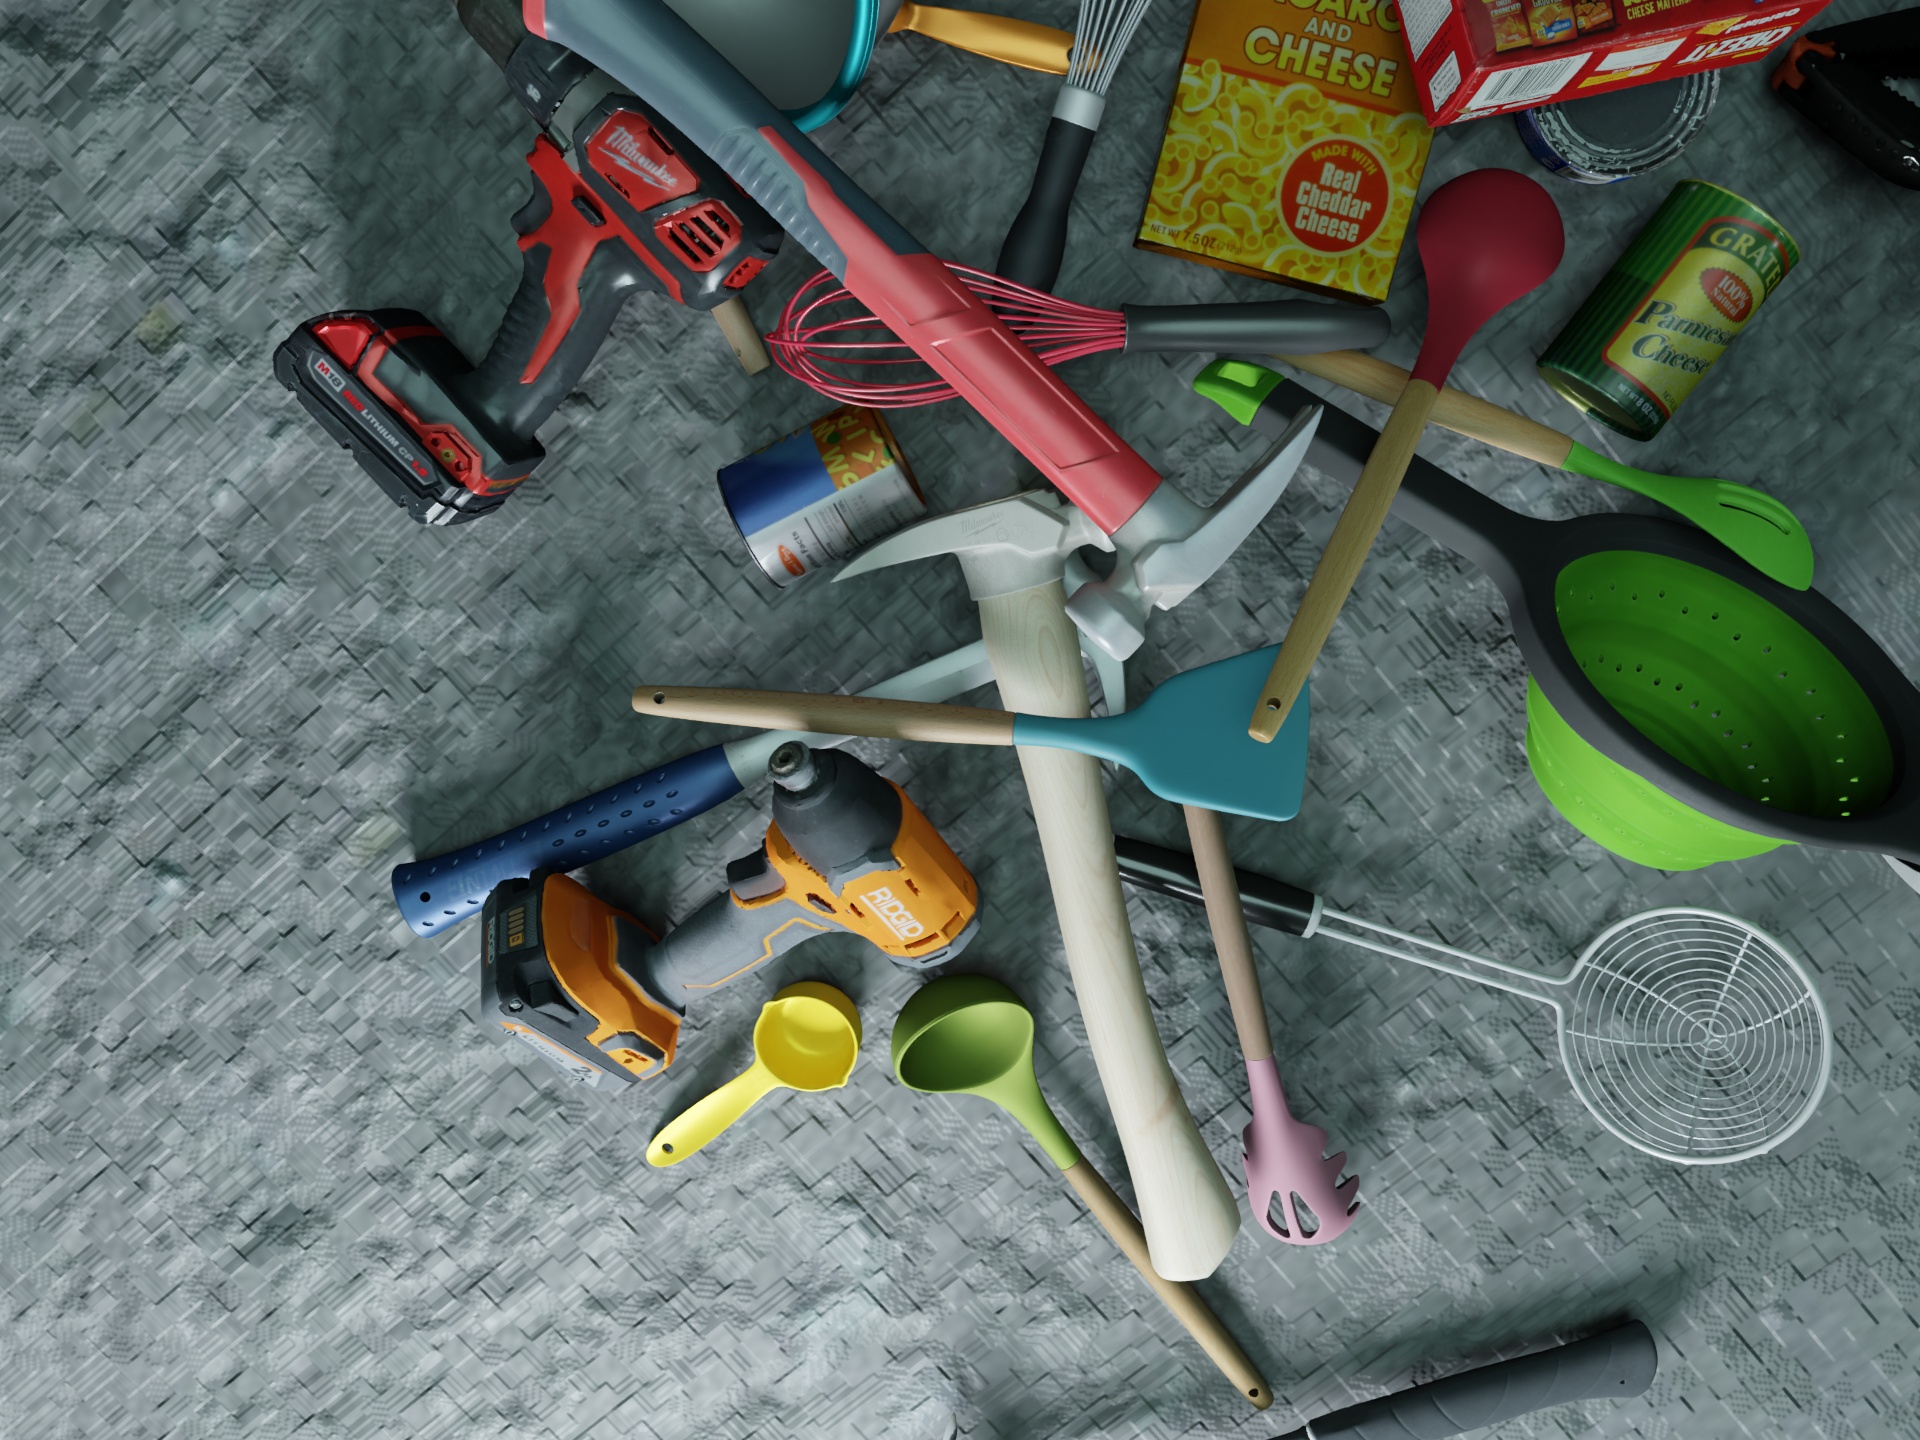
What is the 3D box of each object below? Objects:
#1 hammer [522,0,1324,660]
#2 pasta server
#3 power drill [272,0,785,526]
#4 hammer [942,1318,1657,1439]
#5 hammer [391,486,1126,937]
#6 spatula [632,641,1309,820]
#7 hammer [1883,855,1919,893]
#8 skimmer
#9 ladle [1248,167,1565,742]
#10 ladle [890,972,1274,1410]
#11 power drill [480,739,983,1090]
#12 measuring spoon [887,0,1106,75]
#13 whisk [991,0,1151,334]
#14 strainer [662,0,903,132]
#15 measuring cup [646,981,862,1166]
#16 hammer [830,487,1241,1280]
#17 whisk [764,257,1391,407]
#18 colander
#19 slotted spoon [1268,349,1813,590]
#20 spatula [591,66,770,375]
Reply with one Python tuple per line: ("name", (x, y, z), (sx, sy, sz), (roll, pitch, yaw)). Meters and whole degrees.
("hammer", (-0.021, -0.205, 0.680), (0.386, 0.038, 0.143), (42, 94, -9))
("pasta server", (0.148, 0.142, 0.811), (0.060, 0.040, 0.316), (-8, 108, 25))
("power drill", (-0.218, -0.224, 0.748), (0.226, 0.080, 0.188), (-41, 97, 16))
("hammer", (0.181, 0.398, 0.878), (0.409, 0.036, 0.149), (-17, 116, 3))
("hammer", (-0.105, 0.025, 0.827), (0.405, 0.035, 0.144), (-23, 99, 7))
("spatula", (-0.001, -0.002, 0.741), (0.317, 0.044, 0.082), (4, 78, 6))
("hammer", (0.493, -0.069, 0.753), (0.035, 0.146, 0.335), (1, 90, 2))
("skimmer", (0.242, 0.119, 0.801), (0.363, 0.090, 0.127), (17, 90, 0))
("ladle", (0.198, -0.129, 0.720), (0.069, 0.031, 0.315), (24, 76, 12))
("ladle", (0.075, 0.263, 0.857), (0.078, 0.062, 0.320), (-36, 100, 11))
("power drill", (-0.120, 0.091, 0.782), (0.226, 0.084, 0.164), (-23, 139, 10))
("measuring spoon", (0.013, -0.330, 0.764), (0.117, 0.011, 0.021), (14, 101, -1))
("whisk", (0.065, -0.318, 0.739), (0.070, 0.070, 0.284), (19, 110, -1))
("strainer", (-0.064, -0.397, 0.635), (0.095, 0.340, 0.211), (-40, 86, -29))
("measuring cup", (-0.116, 0.197, 0.872), (0.156, 0.029, 0.062), (-39, 98, 21))
("hammer", (0.056, 0.092, 0.796), (0.146, 0.038, 0.410), (-14, 100, 7))
("whisk", (0.057, -0.184, 0.746), (0.296, 0.073, 0.073), (-2, 101, -4))
("colander", (0.272, -0.042, 0.767), (0.397, 0.204, 0.094), (34, 136, 12))
("slotted spoon", (0.270, -0.139, 0.773), (0.314, 0.070, 0.031), (23, 125, 4))
("spatula", (-0.169, -0.313, 0.764), (0.018, 0.060, 0.315), (-34, 104, -29))
